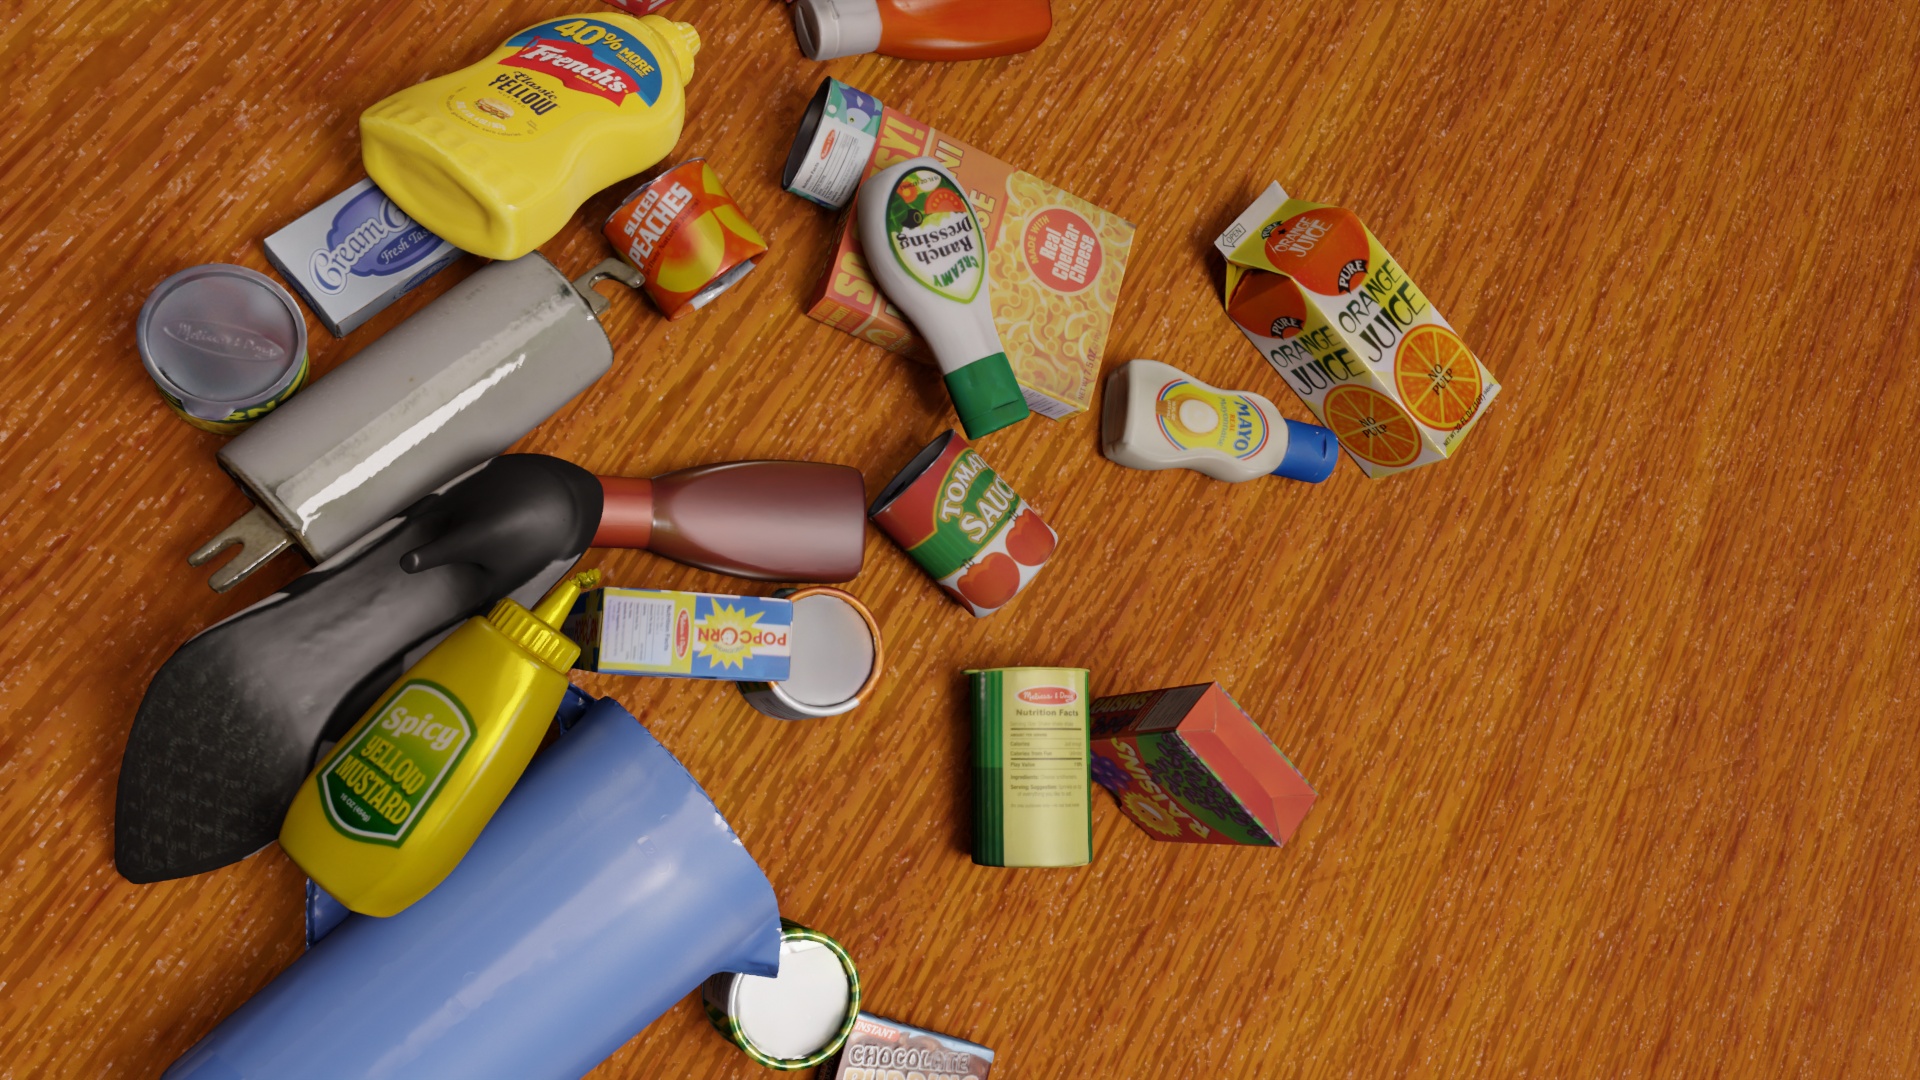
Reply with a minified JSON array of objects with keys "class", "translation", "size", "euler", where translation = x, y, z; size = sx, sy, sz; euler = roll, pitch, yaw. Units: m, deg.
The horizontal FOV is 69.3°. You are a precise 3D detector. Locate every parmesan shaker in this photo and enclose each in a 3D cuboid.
[{"class":"parmesan shaker","translation":[0.035,0.121,0.748],"size":[0.071,0.071,0.103],"euler":[4,80,-22]}]

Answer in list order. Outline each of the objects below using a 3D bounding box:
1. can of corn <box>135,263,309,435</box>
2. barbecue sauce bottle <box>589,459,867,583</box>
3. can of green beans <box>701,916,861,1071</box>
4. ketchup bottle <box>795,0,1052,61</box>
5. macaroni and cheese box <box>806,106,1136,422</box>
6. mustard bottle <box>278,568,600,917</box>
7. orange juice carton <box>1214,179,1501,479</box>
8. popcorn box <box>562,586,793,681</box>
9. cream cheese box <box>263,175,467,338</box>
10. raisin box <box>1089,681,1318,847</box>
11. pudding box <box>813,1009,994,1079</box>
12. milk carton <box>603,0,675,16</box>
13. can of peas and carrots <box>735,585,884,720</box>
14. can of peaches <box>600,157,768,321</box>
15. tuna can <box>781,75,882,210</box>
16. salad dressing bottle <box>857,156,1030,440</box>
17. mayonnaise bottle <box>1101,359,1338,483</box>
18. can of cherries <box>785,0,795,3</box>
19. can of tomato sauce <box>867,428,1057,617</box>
[{"class":"can of corn","translation":[-0.333,-0.083,0.631],"size":[0.071,0.058,0.071],"euler":[4,79,-23]},{"class":"barbecue sauce bottle","translation":[-0.124,-0.012,0.716],"size":[0.149,0.043,0.065],"euler":[3,80,-22]},{"class":"can of green beans","translation":[-0.088,0.221,0.682],"size":[0.071,0.057,0.071],"euler":[4,80,-22]},{"class":"ketchup bottle","translation":[-0.021,-0.310,0.811],"size":[0.149,0.043,0.064],"euler":[-18,87,-24]},{"class":"macaroni and cheese box","translation":[0.009,-0.155,0.799],"size":[0.166,0.040,0.124],"euler":[21,74,-19]},{"class":"mustard bottle","translation":[-0.202,0.072,0.565],"size":[0.065,0.048,0.160],"euler":[32,78,15]},{"class":"orange juice carton","translation":[0.241,-0.136,0.876],"size":[0.192,0.073,0.072],"euler":[47,67,-9]},{"class":"popcorn box","translation":[-0.137,0.045,0.654],"size":[0.085,0.126,0.038],"euler":[6,84,-22]},{"class":"cream cheese box","translation":[-0.281,-0.151,0.684],"size":[0.104,0.024,0.053],"euler":[-43,97,-23]},{"class":"raisin box","translation":[0.120,0.123,0.751],"size":[0.086,0.123,0.040],"euler":[47,66,-10]},{"class":"pudding box","translation":[-0.029,0.274,0.713],"size":[0.084,0.030,0.050],"euler":[23,72,-18]},{"class":"milk carton","translation":[-0.203,-0.342,0.724],"size":[0.190,0.072,0.073],"euler":[19,74,-19]},{"class":"can of peas and carrots","translation":[-0.079,0.056,0.714],"size":[0.071,0.058,0.071],"euler":[4,80,-23]},{"class":"can of peaches","translation":[-0.142,-0.155,0.718],"size":[0.071,0.071,0.058],"euler":[-39,98,-24]},{"class":"tuna can","translation":[-0.071,-0.218,0.764],"size":[0.033,0.071,0.071],"euler":[20,74,-20]},{"class":"salad dressing bottle","translation":[-0.007,-0.128,0.741],"size":[0.064,0.044,0.147],"euler":[-24,92,-25]},{"class":"mayonnaise bottle","translation":[0.159,-0.066,0.846],"size":[0.148,0.041,0.065],"euler":[10,75,-21]},{"class":"can of cherries","translation":[-0.095,-0.344,0.771],"size":[0.058,0.071,0.072],"euler":[45,68,-11]},{"class":"can of tomato sauce","translation":[0.003,-0.009,0.754],"size":[0.083,0.071,0.071],"euler":[45,68,-11]}]
